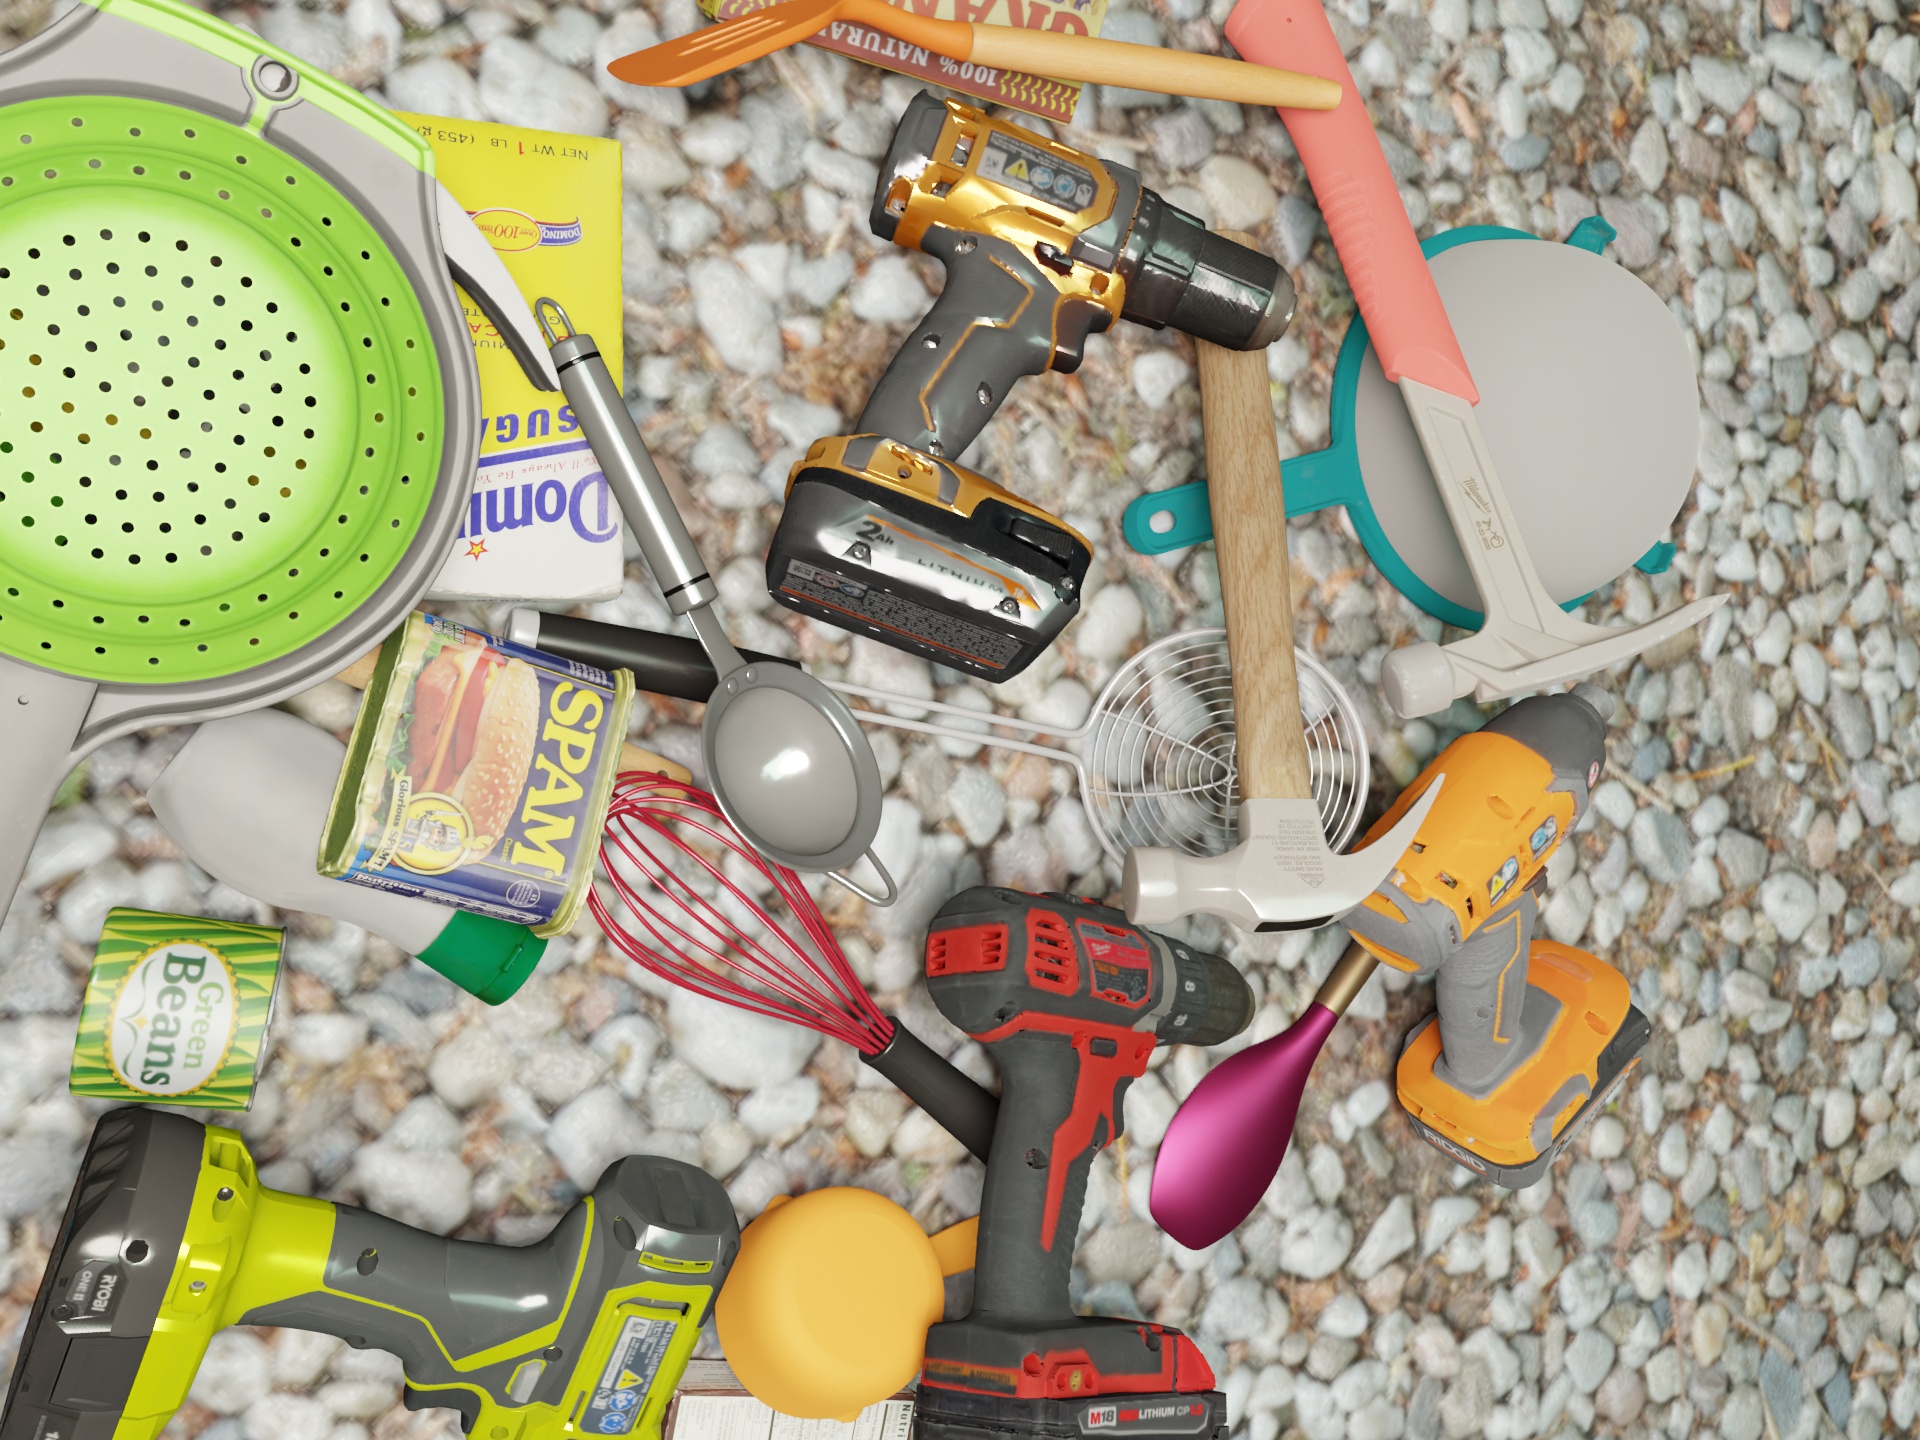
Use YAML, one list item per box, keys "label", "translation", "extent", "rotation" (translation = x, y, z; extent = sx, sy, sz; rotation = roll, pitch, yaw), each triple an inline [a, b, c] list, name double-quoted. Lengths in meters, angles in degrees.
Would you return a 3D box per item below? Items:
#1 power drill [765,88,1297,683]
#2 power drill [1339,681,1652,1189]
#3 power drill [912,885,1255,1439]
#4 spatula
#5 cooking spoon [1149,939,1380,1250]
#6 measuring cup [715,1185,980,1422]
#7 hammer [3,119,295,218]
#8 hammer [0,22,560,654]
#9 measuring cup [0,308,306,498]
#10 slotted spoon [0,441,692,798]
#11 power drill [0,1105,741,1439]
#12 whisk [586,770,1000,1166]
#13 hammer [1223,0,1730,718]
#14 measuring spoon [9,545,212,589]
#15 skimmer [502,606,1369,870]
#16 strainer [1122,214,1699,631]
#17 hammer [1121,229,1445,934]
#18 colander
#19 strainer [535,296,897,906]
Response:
- label: "power drill"
  translation: [0.033, -0.133, 0.651]
  extent: [0.185, 0.084, 0.226]
  rotation: [20, 71, -7]
- label: "power drill"
  translation: [0.261, 0.097, 0.746]
  extent: [0.164, 0.084, 0.226]
  rotation: [-41, 130, -20]
- label: "power drill"
  translation: [0.062, 0.190, 0.671]
  extent: [0.187, 0.080, 0.227]
  rotation: [19, 65, -43]
- label: "spatula"
  translation: [0.022, -0.263, 0.646]
  extent: [0.322, 0.081, 0.041]
  rotation: [-4, 117, -26]
- label: "cooking spoon"
  translation: [0.196, 0.124, 0.793]
  extent: [0.068, 0.017, 0.319]
  rotation: [43, 75, -19]
- label: "measuring cup"
  translation: [-0.015, 0.229, 0.671]
  extent: [0.173, 0.052, 0.095]
  rotation: [-10, 70, -32]
- label: "hammer"
  translation: [-0.412, -0.188, 0.507]
  extent: [0.410, 0.038, 0.146]
  rotation: [-10, 94, -24]
- label: "hammer"
  translation: [-0.275, -0.049, 0.525]
  extent: [0.146, 0.035, 0.335]
  rotation: [38, 83, -28]
- label: "measuring cup"
  translation: [-0.296, -0.108, 0.567]
  extent: [0.156, 0.029, 0.062]
  rotation: [16, 111, -37]
- label: "slotted spoon"
  translation: [-0.240, -0.027, 0.582]
  extent: [0.313, 0.031, 0.070]
  rotation: [23, 87, -28]
- label: "power drill"
  translation: [-0.211, 0.229, 0.573]
  extent: [0.223, 0.080, 0.171]
  rotation: [18, 103, -26]
- label: "whisk"
  translation: [-0.047, 0.123, 0.664]
  extent: [0.295, 0.073, 0.073]
  rotation: [44, 74, -24]
- label: "hammer"
  translation: [0.210, -0.186, 0.720]
  extent: [0.149, 0.036, 0.359]
  rotation: [-17, 80, -3]
- label: "measuring spoon"
  translation: [-0.327, -0.053, 0.561]
  extent: [0.124, 0.018, 0.034]
  rotation: [-5, 85, -31]
- label: "skimmer"
  translation: [-0.001, -0.002, 0.663]
  extent: [0.363, 0.090, 0.127]
  rotation: [11, 87, -24]
- label: "strainer"
  translation: [0.241, -0.133, 0.766]
  extent: [0.340, 0.095, 0.211]
  rotation: [-17, 98, -24]
- label: "hammer"
  translation: [0.128, -0.071, 0.686]
  extent: [0.130, 0.031, 0.332]
  rotation: [2, 67, -6]
- label: "colander"
  translation: [-0.268, -0.017, 0.461]
  extent: [0.204, 0.095, 0.397]
  rotation: [22, 90, -28]
- label: "strainer"
  translation: [-0.098, -0.040, 0.600]
  extent: [0.087, 0.050, 0.258]
  rotation: [-34, 101, -52]
